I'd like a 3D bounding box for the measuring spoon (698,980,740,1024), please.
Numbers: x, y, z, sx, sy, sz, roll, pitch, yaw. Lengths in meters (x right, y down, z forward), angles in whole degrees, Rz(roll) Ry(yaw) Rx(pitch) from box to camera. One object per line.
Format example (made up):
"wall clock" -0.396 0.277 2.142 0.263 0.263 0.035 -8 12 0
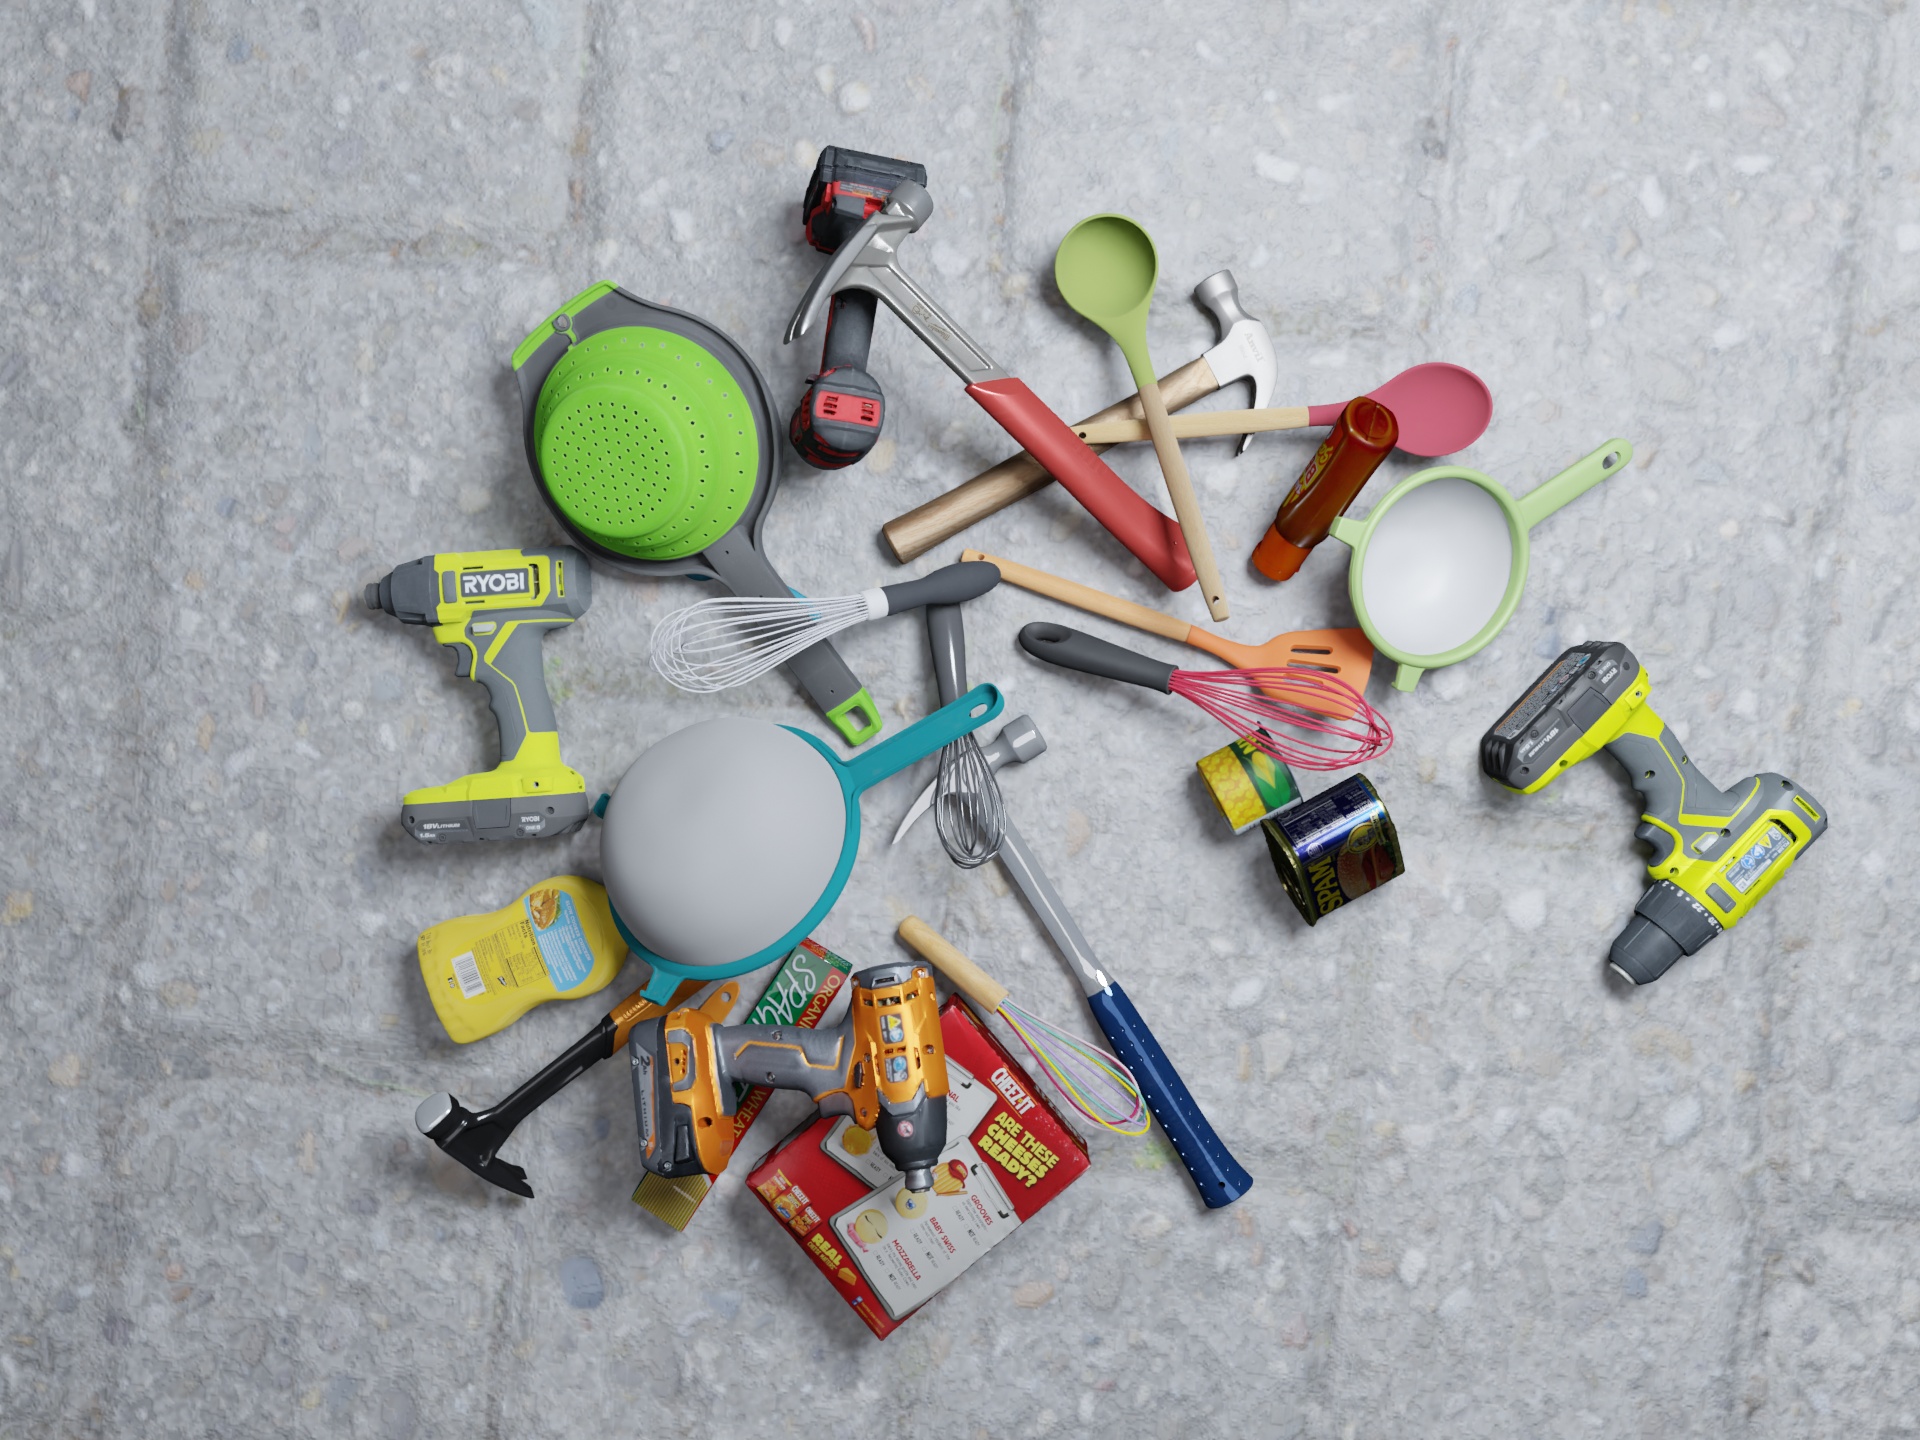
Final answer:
"measuring spoon" -0.214 0.255 1.269 0.021 0.011 0.117 38 89 2

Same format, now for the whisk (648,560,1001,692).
"whisk" -0.094 -0.077 1.167 0.284 0.070 0.070 -16 92 -26

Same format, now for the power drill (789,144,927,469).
"power drill" -0.085 -0.297 1.183 0.078 0.143 0.220 7 87 -13

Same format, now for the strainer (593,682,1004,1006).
"strainer" -0.131 0.046 1.158 0.340 0.095 0.211 -29 54 7

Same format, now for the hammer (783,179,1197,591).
"hammer" 0.043 -0.211 1.149 0.358 0.037 0.149 41 71 -21

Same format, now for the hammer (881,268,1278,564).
"hammer" 0.092 -0.211 1.229 0.331 0.031 0.130 -29 91 3

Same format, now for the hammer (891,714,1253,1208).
"hammer" 0.098 0.203 1.242 0.144 0.035 0.405 -32 91 2

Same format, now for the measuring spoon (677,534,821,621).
"measuring spoon" -0.167 -0.110 1.244 0.128 0.021 0.042 28 93 2

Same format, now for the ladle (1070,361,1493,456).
"ladle" 0.234 -0.224 1.192 0.315 0.031 0.069 -3 103 5

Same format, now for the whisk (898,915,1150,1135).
"whisk" 0.046 0.231 1.212 0.245 0.051 0.047 38 60 18

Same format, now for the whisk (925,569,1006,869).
"whisk" -0.002 -0.004 1.209 0.055 0.055 0.239 -8 74 2

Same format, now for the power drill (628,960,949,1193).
"power drill" -0.120 0.275 1.170 0.226 0.084 0.164 -11 75 7

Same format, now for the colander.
"colander" -0.192 -0.132 1.179 0.204 0.094 0.397 -33 102 19

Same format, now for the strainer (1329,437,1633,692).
"strainer" 0.390 -0.147 1.206 0.256 0.069 0.151 -32 112 -9

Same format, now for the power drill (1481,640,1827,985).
"power drill" 0.510 0.070 1.204 0.228 0.080 0.190 43 93 -3

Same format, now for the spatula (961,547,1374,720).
"spatula" 0.155 -0.079 1.227 0.322 0.041 0.081 19 69 3

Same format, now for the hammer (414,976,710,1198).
"hammer" -0.251 0.235 1.238 0.337 0.034 0.127 -38 132 -5

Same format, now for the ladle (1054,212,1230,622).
"ladle" 0.142 -0.223 1.162 0.078 0.062 0.320 -19 76 15

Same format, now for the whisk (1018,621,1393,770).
"whisk" 0.177 -0.025 1.187 0.296 0.073 0.073 18 93 22

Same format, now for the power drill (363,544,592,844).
"power drill" -0.371 -0.019 1.231 0.171 0.080 0.223 -4 88 2
